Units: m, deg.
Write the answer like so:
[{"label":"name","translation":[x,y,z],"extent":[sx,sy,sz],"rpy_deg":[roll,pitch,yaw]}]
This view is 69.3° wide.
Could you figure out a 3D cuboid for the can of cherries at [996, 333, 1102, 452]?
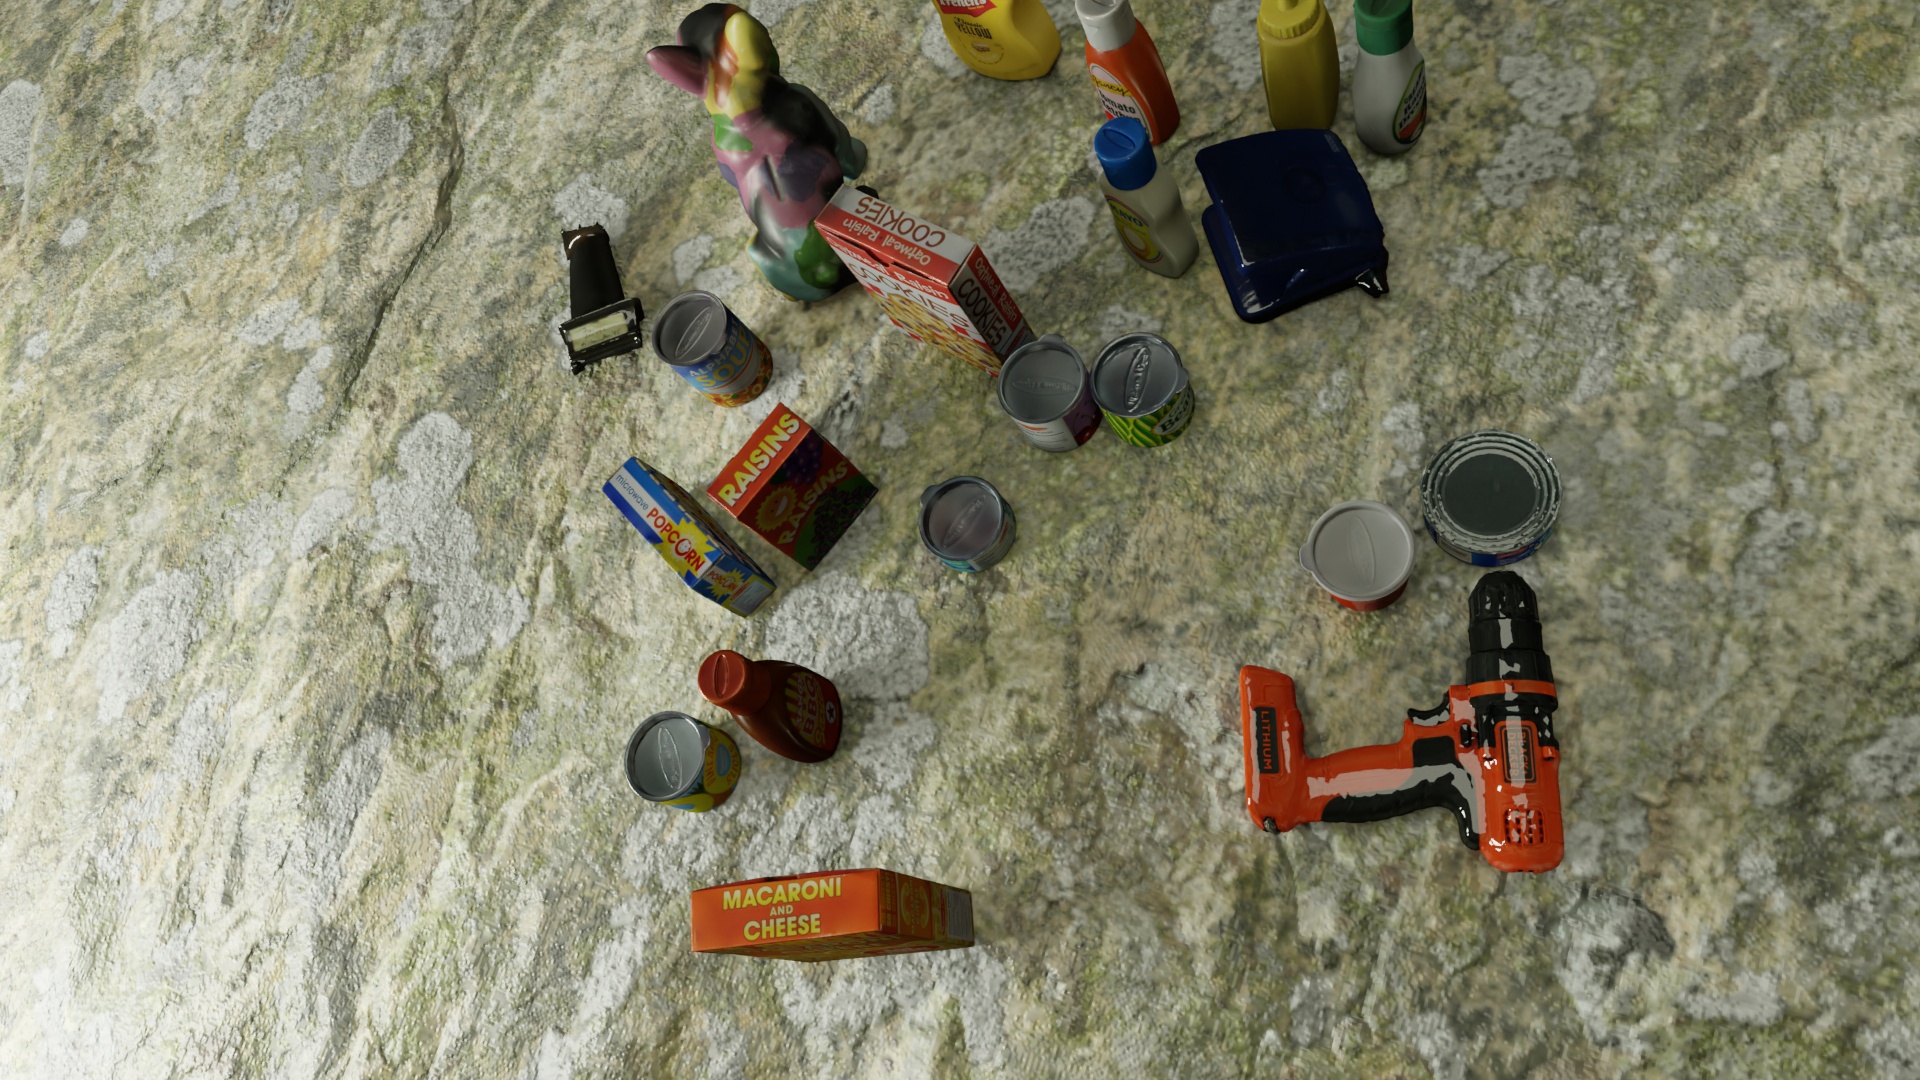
[{"label":"can of cherries","translation":[0.068,-0.107,1.017],"extent":[0.071,0.058,0.072],"rpy_deg":[-7,69,18]}]

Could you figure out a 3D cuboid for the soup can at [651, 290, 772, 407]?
[{"label":"soup can","translation":[-0.196,-0.151,1.114],"extent":[0.071,0.083,0.071],"rpy_deg":[-7,69,18]}]

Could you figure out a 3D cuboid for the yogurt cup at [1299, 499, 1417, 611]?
[{"label":"yogurt cup","translation":[0.262,0.013,0.904],"extent":[0.072,0.054,0.072],"rpy_deg":[-7,69,18]}]

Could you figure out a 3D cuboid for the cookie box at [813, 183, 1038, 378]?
[{"label":"cookie box","translation":[-0.019,-0.182,1.015],"extent":[0.123,0.167,0.040],"rpy_deg":[29,83,26]}]

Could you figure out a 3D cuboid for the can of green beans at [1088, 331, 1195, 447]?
[{"label":"can of green beans","translation":[0.131,-0.107,0.994],"extent":[0.071,0.057,0.071],"rpy_deg":[-7,69,18]}]

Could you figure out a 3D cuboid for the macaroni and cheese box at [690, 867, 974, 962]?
[{"label":"macaroni and cheese box","translation":[-0.076,0.239,0.880],"extent":[0.123,0.166,0.040],"rpy_deg":[-11,68,16]}]

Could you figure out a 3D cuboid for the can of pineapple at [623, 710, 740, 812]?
[{"label":"can of pineapple","translation":[-0.201,0.162,1.015],"extent":[0.071,0.057,0.071],"rpy_deg":[-7,69,18]}]

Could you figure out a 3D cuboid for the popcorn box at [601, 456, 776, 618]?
[{"label":"popcorn box","translation":[-0.208,-0.003,1.063],"extent":[0.038,0.085,0.127],"rpy_deg":[-47,63,-1]}]

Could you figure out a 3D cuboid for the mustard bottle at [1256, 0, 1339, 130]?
[{"label":"mustard bottle","translation":[0.239,-0.351,0.987],"extent":[0.049,0.160,0.065],"rpy_deg":[9,75,23]}]

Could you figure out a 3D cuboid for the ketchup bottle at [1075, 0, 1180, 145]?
[{"label":"ketchup bottle","translation":[0.122,-0.358,1.039],"extent":[0.065,0.148,0.043],"rpy_deg":[37,87,27]}]

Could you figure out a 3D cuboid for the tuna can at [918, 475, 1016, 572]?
[{"label":"tuna can","translation":[0.004,-0.013,1.019],"extent":[0.071,0.032,0.071],"rpy_deg":[-7,69,18]}]

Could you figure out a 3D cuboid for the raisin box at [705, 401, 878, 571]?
[{"label":"raisin box","translation":[-0.122,-0.038,1.023],"extent":[0.040,0.123,0.086],"rpy_deg":[38,87,27]}]

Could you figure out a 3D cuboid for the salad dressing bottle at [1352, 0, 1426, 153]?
[{"label":"salad dressing bottle","translation":[0.297,-0.328,0.965],"extent":[0.044,0.147,0.064],"rpy_deg":[27,82,26]}]

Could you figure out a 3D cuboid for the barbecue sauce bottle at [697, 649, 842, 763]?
[{"label":"barbecue sauce bottle","translation":[-0.130,0.111,0.958],"extent":[0.043,0.148,0.065],"rpy_deg":[-8,69,17]}]

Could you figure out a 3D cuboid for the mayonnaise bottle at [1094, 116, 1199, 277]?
[{"label":"mayonnaise bottle","translation":[0.130,-0.246,0.995],"extent":[0.065,0.148,0.041],"rpy_deg":[39,87,27]}]
